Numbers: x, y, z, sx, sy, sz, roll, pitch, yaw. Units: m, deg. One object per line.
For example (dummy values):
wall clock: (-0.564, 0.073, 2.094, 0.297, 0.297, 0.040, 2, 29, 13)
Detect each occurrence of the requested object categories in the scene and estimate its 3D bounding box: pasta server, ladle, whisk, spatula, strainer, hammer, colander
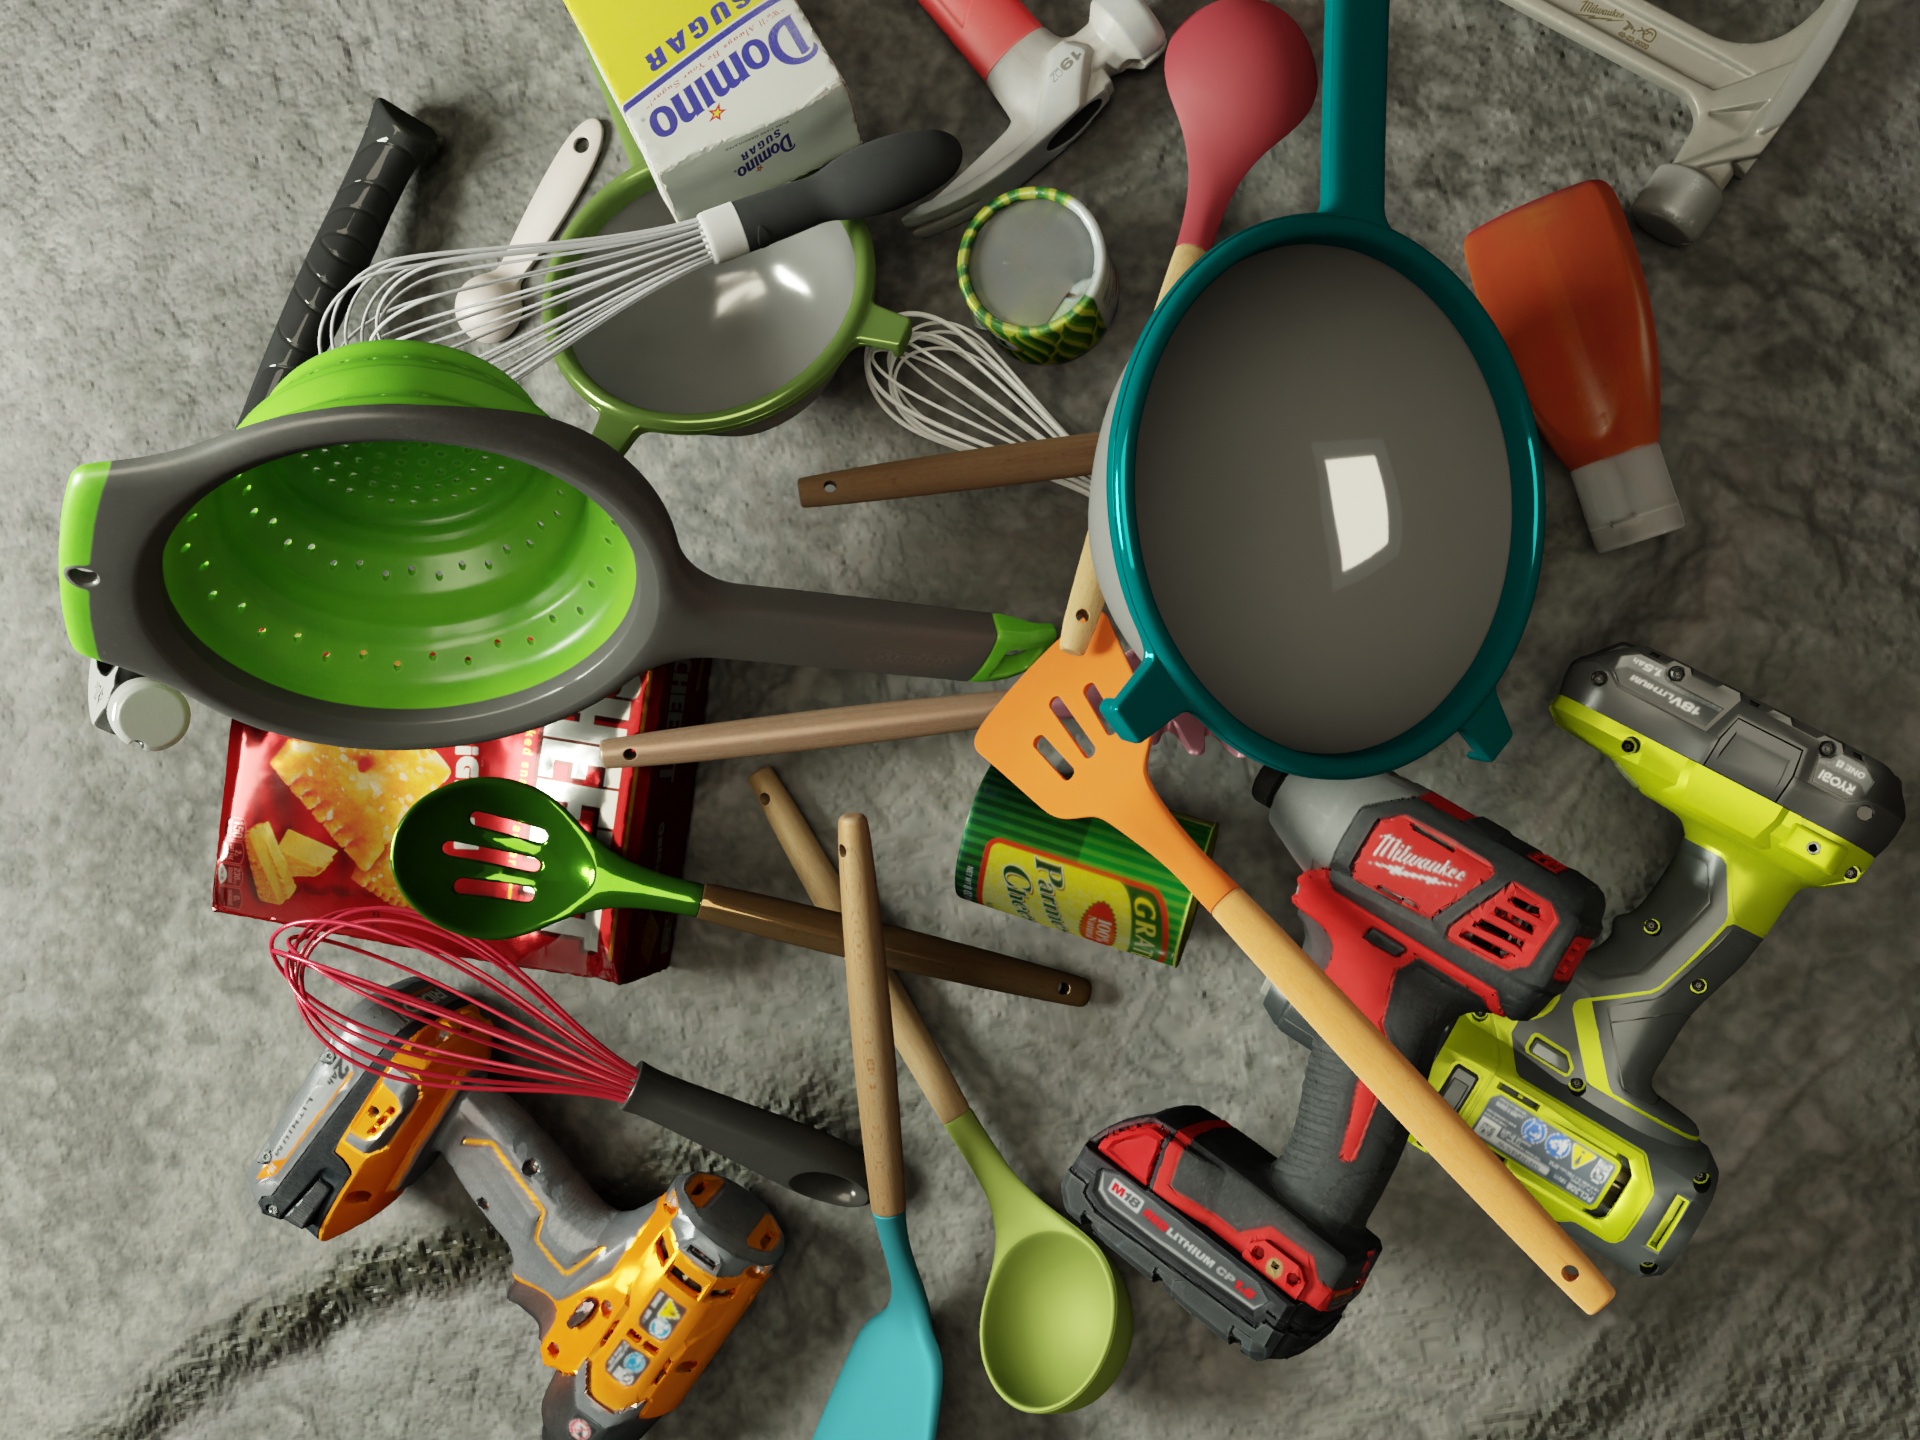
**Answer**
pasta server: (-0.001, -0.002, 0.701, 0.316, 0.040, 0.060, -7, 100, -2)
ladle: (0.091, -0.176, 0.679, 0.069, 0.031, 0.315, 17, 80, 1)
whisk: (-0.166, 0.156, 0.715, 0.295, 0.073, 0.073, 27, 96, -14)
spatula: (0.087, -0.117, 0.690, 0.316, 0.018, 0.060, -8, 90, -4)
strainer: (0.127, -0.148, 0.633, 0.211, 0.095, 0.340, 3, 88, -29)
hammer: (0.201, -0.356, 0.687, 0.359, 0.036, 0.149, 33, 96, 7)
spatula: (0.120, 0.086, 0.604, 0.081, 0.041, 0.323, -47, 67, 12)
ladle: (-0.021, 0.162, 0.727, 0.078, 0.062, 0.320, -35, 81, 26)
whisk: (0.059, -0.108, 0.719, 0.246, 0.058, 0.059, 34, 131, 6)
colander: (-0.144, -0.074, 0.661, 0.397, 0.204, 0.095, 4, 54, -27)
spatula: (-0.041, 0.197, 0.703, 0.082, 0.044, 0.317, 9, 108, 50)
hammer: (-0.078, -0.410, 0.746, 0.143, 0.038, 0.386, -39, 83, 10)
hammer: (-0.339, -0.150, 0.775, 0.035, 0.146, 0.335, 26, 84, -34)
strainer: (-0.128, -0.228, 0.750, 0.151, 0.069, 0.257, -23, 67, -1)
whisk: (-0.130, -0.195, 0.674, 0.284, 0.070, 0.070, -22, 86, -7)

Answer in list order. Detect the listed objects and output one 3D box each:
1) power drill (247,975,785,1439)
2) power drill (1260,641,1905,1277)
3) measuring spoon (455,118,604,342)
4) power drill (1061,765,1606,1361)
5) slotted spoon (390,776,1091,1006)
power drill: (-0.216, 0.246, 0.754, 0.226, 0.084, 0.164, 35, 97, 6)
power drill: (0.253, 0.087, 0.661, 0.191, 0.080, 0.228, 31, 99, 18)
measuring spoon: (-0.212, -0.243, 0.782, 0.034, 0.018, 0.124, 33, 95, 10)
power drill: (0.140, 0.126, 0.637, 0.143, 0.078, 0.219, 33, 99, 29)
slotted spoon: (-0.091, 0.088, 0.707, 0.313, 0.031, 0.070, 14, 85, -9)
